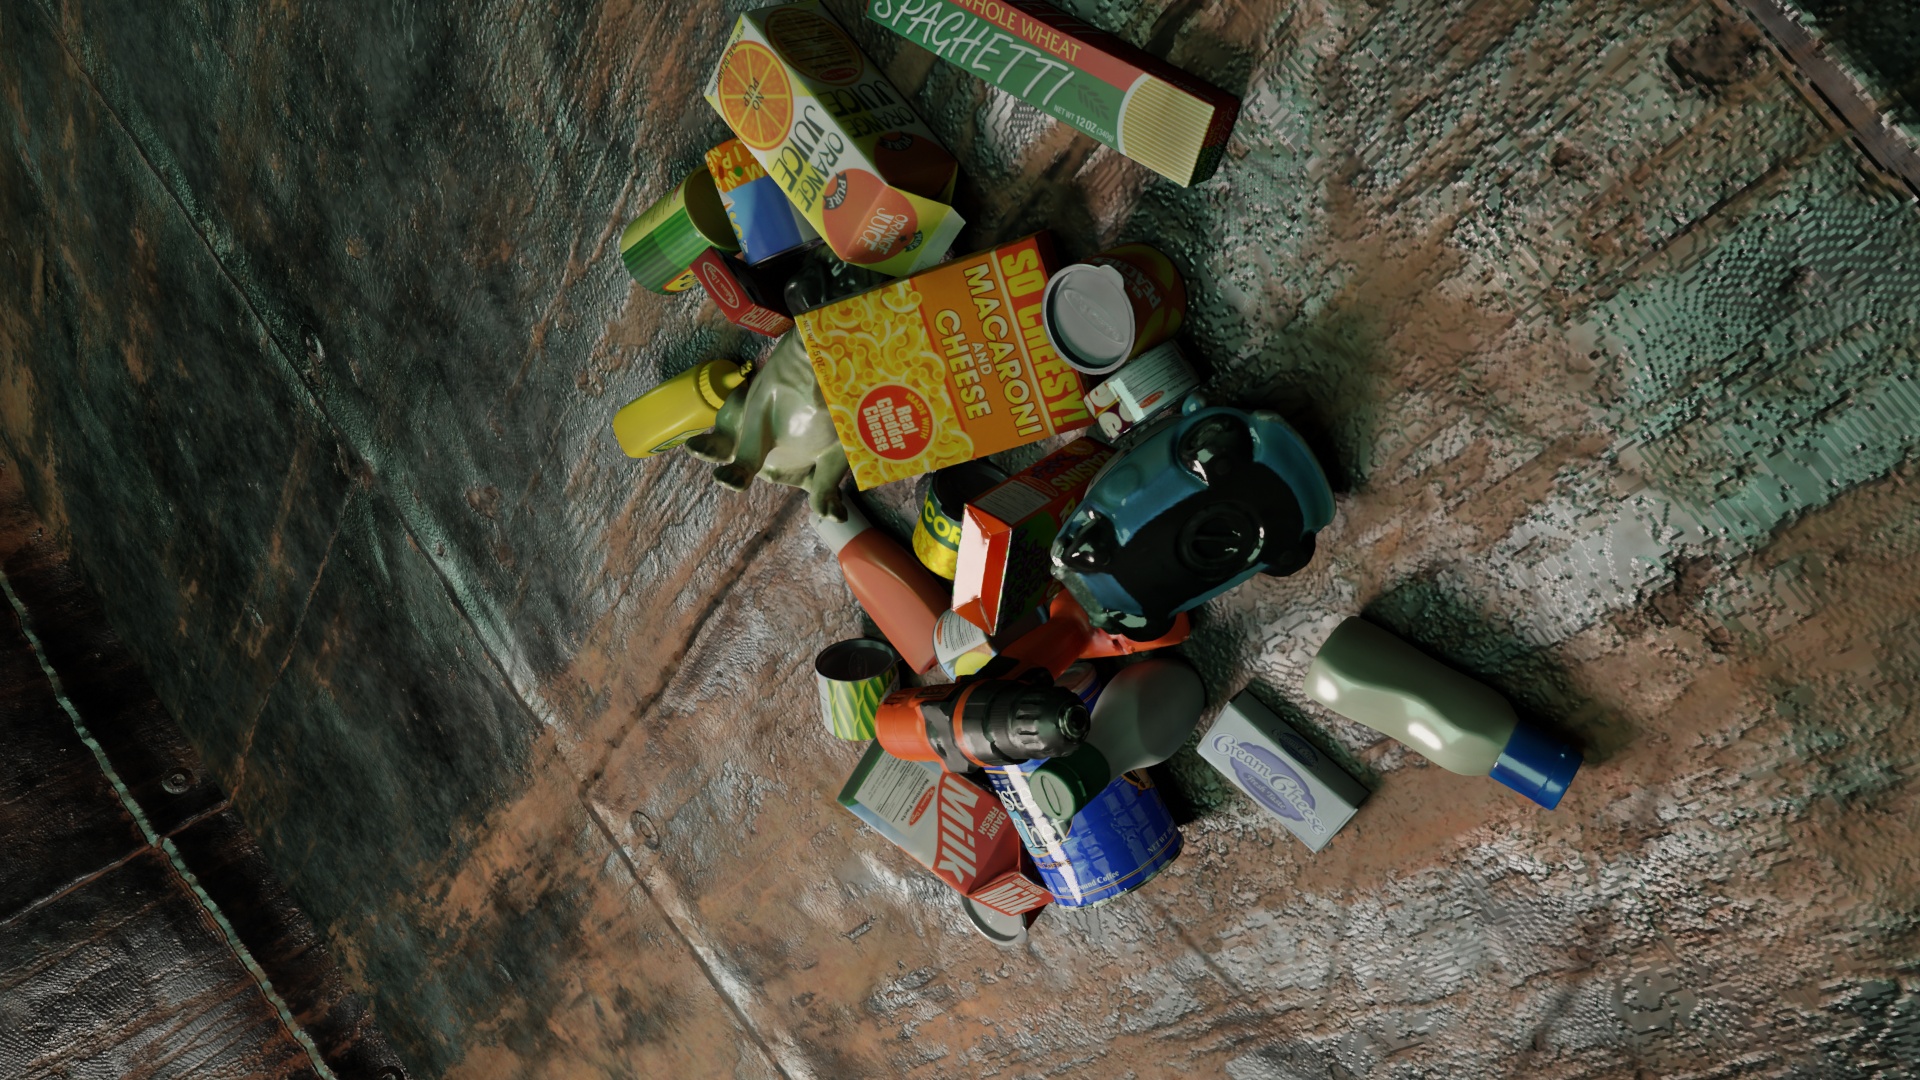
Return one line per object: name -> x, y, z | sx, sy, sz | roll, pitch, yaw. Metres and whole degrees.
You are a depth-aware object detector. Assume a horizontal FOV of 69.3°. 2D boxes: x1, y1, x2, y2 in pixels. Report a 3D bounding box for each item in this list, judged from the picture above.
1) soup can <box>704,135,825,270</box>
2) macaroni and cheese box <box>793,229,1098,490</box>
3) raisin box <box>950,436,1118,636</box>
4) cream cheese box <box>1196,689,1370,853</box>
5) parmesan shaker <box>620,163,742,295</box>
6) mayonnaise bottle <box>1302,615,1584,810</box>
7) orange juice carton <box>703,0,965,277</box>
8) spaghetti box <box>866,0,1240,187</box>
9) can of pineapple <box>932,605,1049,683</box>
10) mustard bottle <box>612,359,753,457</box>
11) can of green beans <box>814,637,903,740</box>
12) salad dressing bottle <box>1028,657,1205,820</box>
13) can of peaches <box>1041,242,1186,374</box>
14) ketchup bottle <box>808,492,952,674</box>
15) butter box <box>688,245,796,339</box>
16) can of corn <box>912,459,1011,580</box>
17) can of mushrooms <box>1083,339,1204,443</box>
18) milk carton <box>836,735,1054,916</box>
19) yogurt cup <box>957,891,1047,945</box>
soup can -> -0.135, -0.239, 0.967 | 0.071, 0.072, 0.083 | -11, 104, 45
macaroni and cheese box -> -0.006, -0.112, 0.886 | 0.166, 0.040, 0.123 | -15, 105, 18
raisin box -> 0.051, -0.005, 0.885 | 0.040, 0.124, 0.085 | 29, 130, 29
cream cheese box -> 0.207, 0.150, 0.900 | 0.104, 0.024, 0.053 | 41, 134, 19
parmesan shaker -> -0.199, -0.231, 1.034 | 0.103, 0.071, 0.071 | -18, 100, 49
mayonnaise bottle -> 0.273, 0.099, 0.786 | 0.148, 0.065, 0.041 | 30, 129, 23
orange juice carton -> -0.072, -0.252, 0.899 | 0.193, 0.073, 0.071 | 51, 136, 8
spaghetti box -> 0.045, -0.282, 0.806 | 0.250, 0.029, 0.049 | 35, 131, 23
can of pineapple -> 0.024, 0.069, 0.995 | 0.057, 0.071, 0.071 | -33, 89, 47
mustard bottle -> -0.216, -0.111, 1.119 | 0.160, 0.065, 0.049 | -21, 94, 43
can of green beans -> -0.081, 0.120, 1.118 | 0.071, 0.071, 0.057 | 16, 123, 36
salad dressing bottle -> 0.101, 0.127, 0.894 | 0.044, 0.148, 0.064 | -10, 105, 45
can of peaches -> 0.092, -0.139, 0.821 | 0.071, 0.058, 0.071 | 21, 125, 34
ketchup bottle -> -0.057, 0.029, 1.063 | 0.149, 0.044, 0.064 | 50, 136, 10
butter box -> -0.155, -0.177, 1.002 | 0.024, 0.103, 0.053 | -38, 84, 9
can of corn -> 0.003, -0.012, 0.964 | 0.071, 0.071, 0.058 | 39, 134, 20
can of mushrooms -> 0.108, -0.088, 0.830 | 0.070, 0.071, 0.033 | -36, 87, 47
milk carton -> 0.003, 0.221, 1.057 | 0.191, 0.073, 0.072 | 27, 171, 40
yogurt cup -> 0.039, 0.278, 1.105 | 0.072, 0.054, 0.072 | 21, 125, 33
